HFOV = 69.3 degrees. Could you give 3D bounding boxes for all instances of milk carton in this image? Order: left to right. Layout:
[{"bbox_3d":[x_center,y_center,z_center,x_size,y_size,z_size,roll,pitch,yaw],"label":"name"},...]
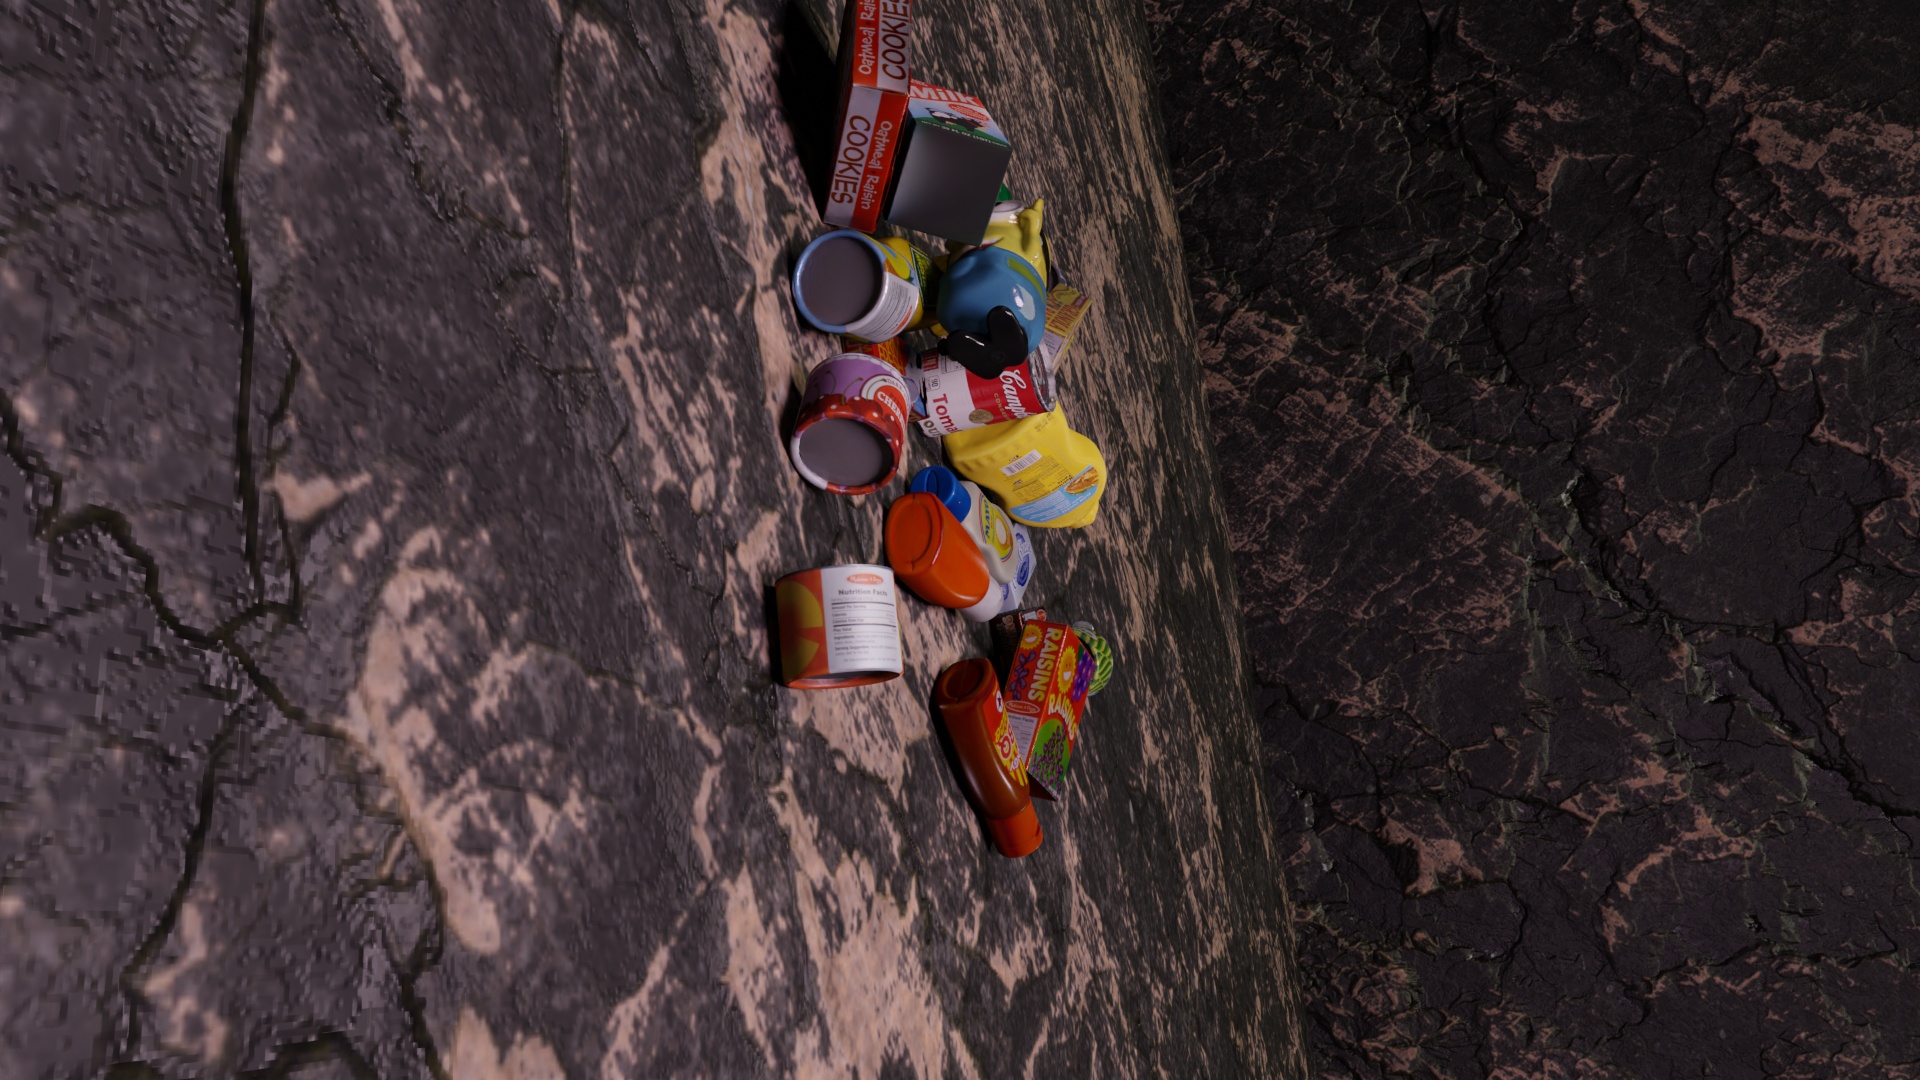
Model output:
[{"bbox_3d":[-0.022,-0.285,1.012,0.191,0.072,0.073,-106,-149,-58],"label":"milk carton"}]

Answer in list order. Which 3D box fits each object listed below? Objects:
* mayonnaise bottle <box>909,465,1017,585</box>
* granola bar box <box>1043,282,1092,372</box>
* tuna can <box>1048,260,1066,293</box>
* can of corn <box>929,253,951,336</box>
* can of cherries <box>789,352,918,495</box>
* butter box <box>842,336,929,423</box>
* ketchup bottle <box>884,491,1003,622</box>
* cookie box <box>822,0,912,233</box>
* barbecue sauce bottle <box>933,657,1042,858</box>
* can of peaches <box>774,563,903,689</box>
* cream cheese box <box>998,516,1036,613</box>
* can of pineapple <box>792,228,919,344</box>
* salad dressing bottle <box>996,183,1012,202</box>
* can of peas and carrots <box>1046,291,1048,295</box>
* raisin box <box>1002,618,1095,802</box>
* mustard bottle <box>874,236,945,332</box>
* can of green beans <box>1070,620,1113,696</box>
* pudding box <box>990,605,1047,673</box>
[{"bbox_3d":[0.004,-0.013,1.062,0.148,0.041,0.065,45,39,-62],"label":"mayonnaise bottle"},{"bbox_3d":[0.064,-0.154,1.239,0.123,0.039,0.166,-64,177,23],"label":"granola bar box"},{"bbox_3d":[0.075,-0.251,1.395,0.033,0.071,0.071,38,44,-67],"label":"tuna can"},{"bbox_3d":[0.001,-0.208,1.147,0.071,0.058,0.071,-12,91,-73],"label":"can of corn"},{"bbox_3d":[-0.063,-0.070,0.832,0.059,0.071,0.071,-82,155,-47],"label":"can of cherries"},{"bbox_3d":[-0.052,-0.119,0.979,0.103,0.024,0.053,22,58,-71],"label":"butter box"},{"bbox_3d":[-0.008,0.020,1.000,0.148,0.043,0.065,47,39,-61],"label":"ketchup bottle"},{"bbox_3d":[-0.062,-0.314,0.946,0.122,0.040,0.168,113,-19,-55],"label":"cookie box"},{"bbox_3d":[0.023,0.162,1.008,0.065,0.043,0.148,-70,146,-61],"label":"barbecue sauce bottle"},{"bbox_3d":[-0.067,0.049,0.758,0.071,0.071,0.058,30,51,-68],"label":"can of peaches"},{"bbox_3d":[0.040,0.018,1.188,0.104,0.024,0.053,-60,135,-66],"label":"cream cheese box"},{"bbox_3d":[-0.068,-0.162,0.888,0.058,0.071,0.071,-1,80,-73],"label":"can of pineapple"},{"bbox_3d":[0.010,-0.343,1.288,0.147,0.044,0.064,30,53,-68],"label":"salad dressing bottle"},{"bbox_3d":[0.050,-0.245,1.320,0.071,0.071,0.059,42,41,-64],"label":"can of peas and carrots"},{"bbox_3d":[0.065,0.136,1.110,0.086,0.040,0.124,52,51,-55],"label":"raisin box"},{"bbox_3d":[-0.037,-0.185,1.025,0.160,0.049,0.065,-17,95,-73],"label":"mustard bottle"},{"bbox_3d":[0.099,0.110,1.249,0.058,0.071,0.071,10,70,-72],"label":"can of green beans"},{"bbox_3d":[0.053,0.084,1.180,0.084,0.030,0.049,-3,81,-73],"label":"pudding box"}]
